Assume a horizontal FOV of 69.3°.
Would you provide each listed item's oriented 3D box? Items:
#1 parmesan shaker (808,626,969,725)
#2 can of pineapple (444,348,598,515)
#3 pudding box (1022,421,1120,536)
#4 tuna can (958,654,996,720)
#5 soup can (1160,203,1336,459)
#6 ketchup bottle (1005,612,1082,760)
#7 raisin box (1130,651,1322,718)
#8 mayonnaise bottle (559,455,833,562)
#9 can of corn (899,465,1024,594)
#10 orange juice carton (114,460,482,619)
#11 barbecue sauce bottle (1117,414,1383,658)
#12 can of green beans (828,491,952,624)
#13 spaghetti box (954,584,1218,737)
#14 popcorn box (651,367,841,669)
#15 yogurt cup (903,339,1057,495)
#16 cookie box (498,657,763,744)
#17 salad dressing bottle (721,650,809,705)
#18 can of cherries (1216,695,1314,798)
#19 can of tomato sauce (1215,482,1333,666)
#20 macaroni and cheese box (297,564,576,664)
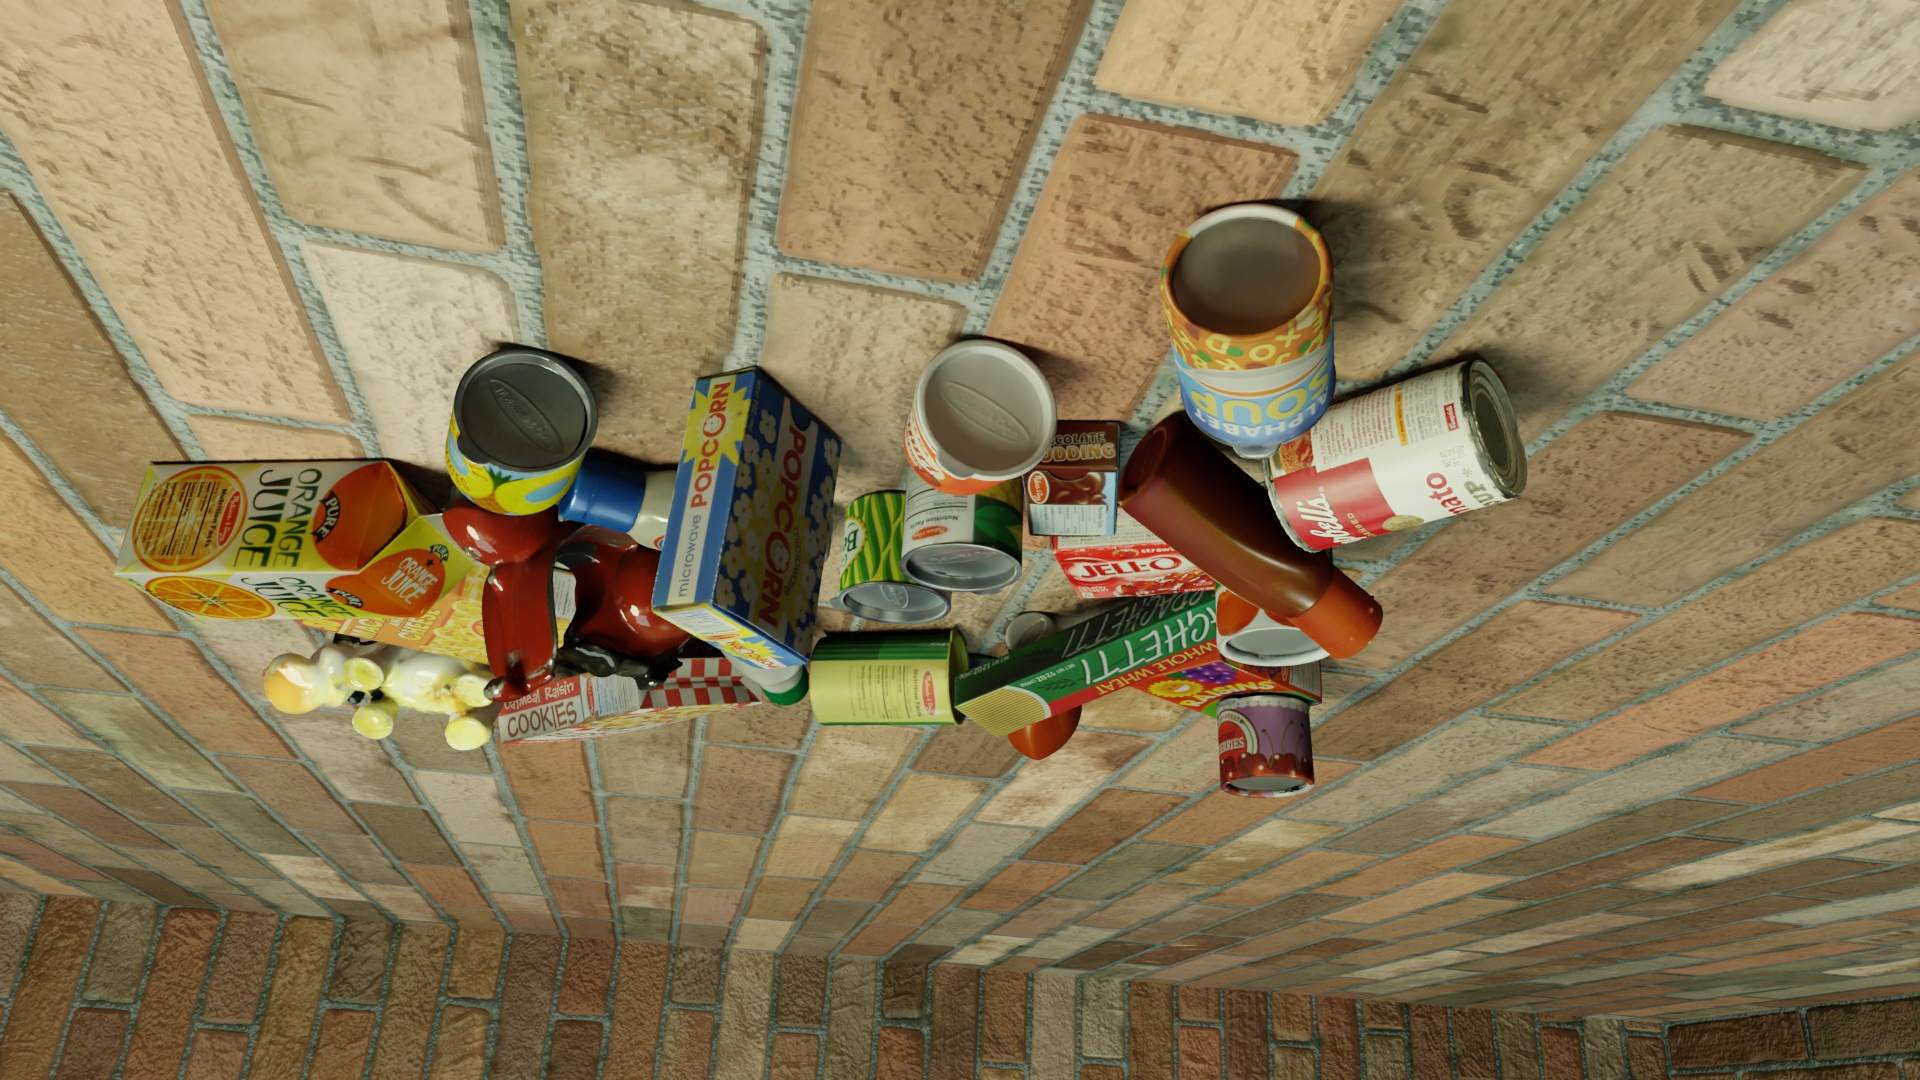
[{"bbox_3d":[-0.051,0.098,1.001,0.103,0.071,0.071,-2,155,13],"label":"parmesan shaker"},{"bbox_3d":[-0.218,-0.052,0.680,0.071,0.071,0.057,13,154,-20],"label":"can of pineapple"},{"bbox_3d":[0.060,-0.031,0.737,0.050,0.030,0.083,1,156,7],"label":"pudding box"},{"bbox_3d":[0.004,0.113,1.063,0.071,0.033,0.070,3,156,1],"label":"tuna can"},{"bbox_3d":[0.118,-0.083,0.563,0.071,0.071,0.083,-3,155,14],"label":"soup can"},{"bbox_3d":[0.058,0.103,1.005,0.043,0.065,0.148,32,157,25],"label":"ketchup bottle"},{"bbox_3d":[0.186,0.091,0.984,0.123,0.040,0.086,22,150,-39],"label":"raisin box"},{"bbox_3d":[-0.151,-0.012,0.792,0.148,0.041,0.064,15,155,-27],"label":"mayonnaise bottle"},{"bbox_3d":[0.003,-0.010,0.758,0.071,0.058,0.071,2,156,1],"label":"can of corn"},{"bbox_3d":[-0.375,0.000,0.809,0.193,0.073,0.071,-1,155,8],"label":"orange juice carton"},{"bbox_3d":[0.148,0.003,0.699,0.148,0.065,0.043,38,130,-13],"label":"barbecue sauce bottle"},{"bbox_3d":[-0.037,0.011,0.809,0.071,0.058,0.071,3,156,1],"label":"can of green beans"},{"bbox_3d":[0.106,0.067,0.893,0.249,0.029,0.050,-26,132,30],"label":"spaghetti box"},{"bbox_3d":[-0.103,-0.009,0.689,0.038,0.127,0.085,-6,154,27],"label":"popcorn box"},{"bbox_3d":[0.005,-0.054,0.654,0.072,0.072,0.053,10,163,-14],"label":"yogurt cup"},{"bbox_3d":[-0.255,0.124,1.068,0.167,0.040,0.123,-16,168,36],"label":"cookie box"},{"bbox_3d":[-0.137,0.082,0.997,0.064,0.044,0.147,15,158,8],"label":"salad dressing bottle"},{"bbox_3d":[0.213,0.146,0.983,0.071,0.058,0.071,2,156,1],"label":"can of cherries"},{"bbox_3d":[0.175,0.020,0.772,0.071,0.083,0.071,3,156,1],"label":"can of tomato sauce"},{"bbox_3d":[-0.349,0.042,0.938,0.166,0.040,0.123,16,152,-27],"label":"macaroni and cheese box"}]
